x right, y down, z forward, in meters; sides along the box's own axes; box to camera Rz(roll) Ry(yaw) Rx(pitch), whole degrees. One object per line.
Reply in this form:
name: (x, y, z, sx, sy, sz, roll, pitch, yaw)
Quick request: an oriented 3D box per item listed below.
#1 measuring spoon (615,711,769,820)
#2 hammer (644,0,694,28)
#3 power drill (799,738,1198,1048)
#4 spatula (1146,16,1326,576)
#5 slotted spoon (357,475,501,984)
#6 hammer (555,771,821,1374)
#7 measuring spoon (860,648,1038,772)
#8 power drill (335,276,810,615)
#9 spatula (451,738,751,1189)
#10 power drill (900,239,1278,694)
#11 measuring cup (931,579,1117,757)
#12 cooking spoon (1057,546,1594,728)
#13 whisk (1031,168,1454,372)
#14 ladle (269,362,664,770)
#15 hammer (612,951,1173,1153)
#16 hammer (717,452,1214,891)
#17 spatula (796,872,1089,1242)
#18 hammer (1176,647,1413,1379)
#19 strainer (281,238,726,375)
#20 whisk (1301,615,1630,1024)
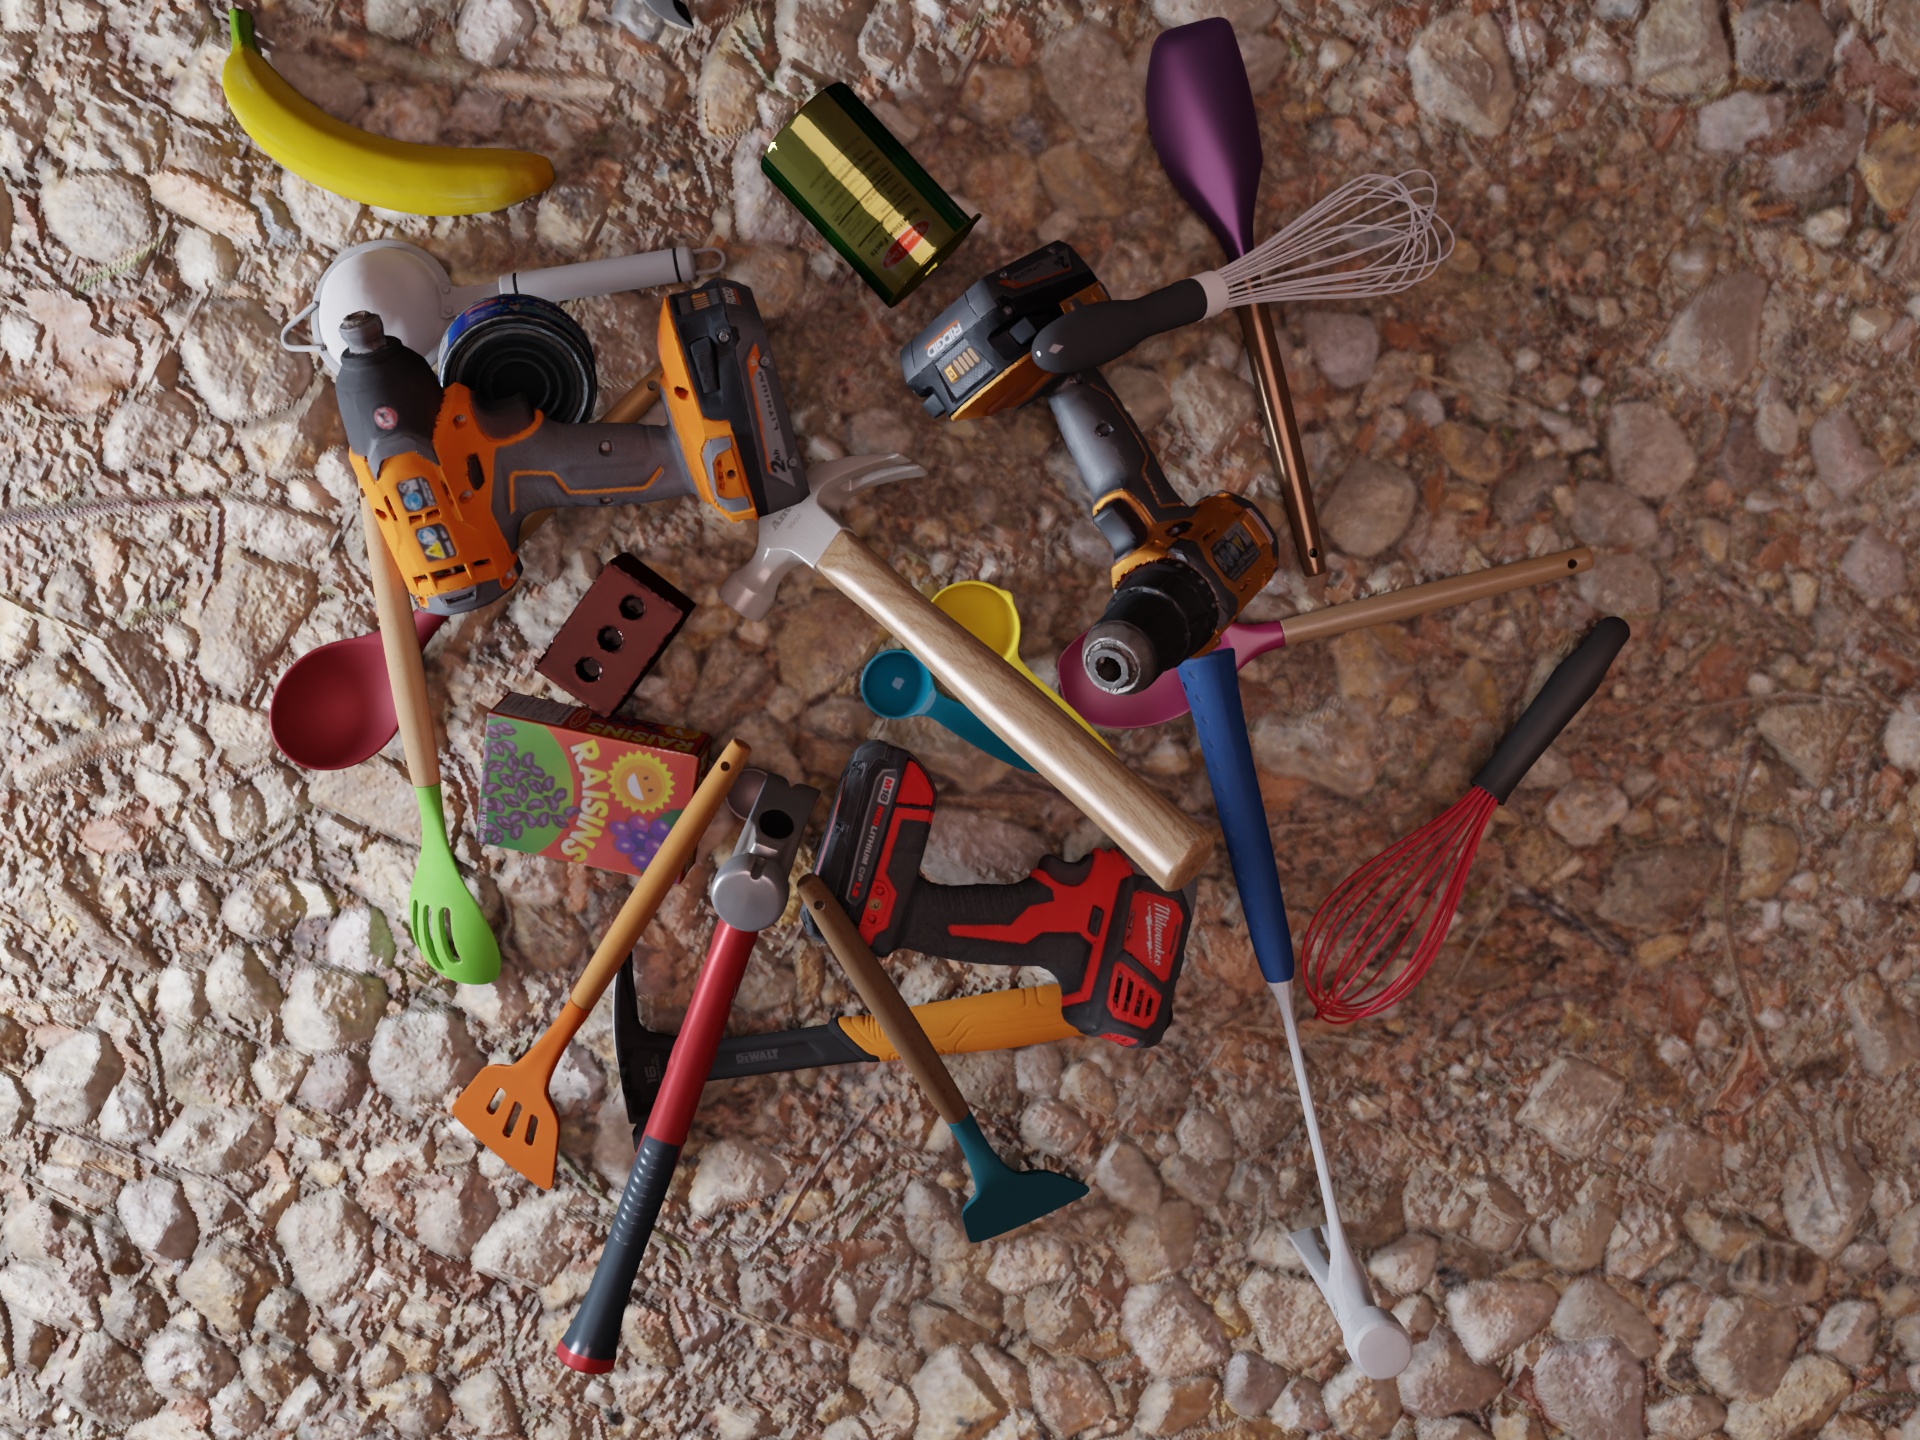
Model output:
measuring spoon: (-0.162, 0.022, 0.947, 0.124, 0.018, 0.034, 27, 111, 2)
hammer: (-0.019, -0.446, 0.830, 0.335, 0.146, 0.035, -23, 100, -8)
power drill: (0.029, 0.092, 0.917, 0.219, 0.078, 0.143, 18, 76, -7)
spatula: (0.164, -0.235, 0.905, 0.060, 0.018, 0.316, -15, 98, 3)
slotted spoon: (-0.311, 0.011, 0.909, 0.070, 0.031, 0.313, 5, 108, 33)
hammer: (-0.161, 0.215, 0.912, 0.038, 0.143, 0.386, 20, 111, -4)
measuring spoon: (-0.002, -0.003, 0.945, 0.128, 0.021, 0.042, 29, 98, -14)
power drill: (-0.208, -0.159, 0.843, 0.226, 0.084, 0.164, -16, 126, -4)
spatula: (-0.204, 0.142, 0.925, 0.081, 0.041, 0.322, 36, 104, 8)
power drill: (0.067, -0.128, 0.842, 0.084, 0.185, 0.226, -33, 97, 39)
measuring cup: (0.041, -0.019, 0.933, 0.062, 0.029, 0.156, -43, 98, 7)
cooking spoon: (0.214, -0.057, 0.934, 0.319, 0.017, 0.069, -14, 95, 2)
whisk: (0.151, -0.232, 0.834, 0.284, 0.070, 0.070, -25, 100, -26)
ladle: (-0.277, -0.092, 0.919, 0.315, 0.031, 0.069, -44, 108, 4)
hammer: (-0.041, 0.182, 0.963, 0.337, 0.034, 0.127, -7, 100, 0)
hammer: (0.006, -0.030, 0.838, 0.332, 0.031, 0.130, 42, 102, 29)
spatula: (-0.016, 0.201, 0.908, 0.082, 0.044, 0.317, -25, 118, 5)
hammer: (0.185, 0.158, 0.923, 0.035, 0.144, 0.405, -14, 94, 0)
strainer: (-0.260, -0.241, 0.890, 0.258, 0.050, 0.087, -10, 85, -3)
whisk: (0.297, 0.058, 0.937, 0.073, 0.073, 0.296, 37, 92, -6)
